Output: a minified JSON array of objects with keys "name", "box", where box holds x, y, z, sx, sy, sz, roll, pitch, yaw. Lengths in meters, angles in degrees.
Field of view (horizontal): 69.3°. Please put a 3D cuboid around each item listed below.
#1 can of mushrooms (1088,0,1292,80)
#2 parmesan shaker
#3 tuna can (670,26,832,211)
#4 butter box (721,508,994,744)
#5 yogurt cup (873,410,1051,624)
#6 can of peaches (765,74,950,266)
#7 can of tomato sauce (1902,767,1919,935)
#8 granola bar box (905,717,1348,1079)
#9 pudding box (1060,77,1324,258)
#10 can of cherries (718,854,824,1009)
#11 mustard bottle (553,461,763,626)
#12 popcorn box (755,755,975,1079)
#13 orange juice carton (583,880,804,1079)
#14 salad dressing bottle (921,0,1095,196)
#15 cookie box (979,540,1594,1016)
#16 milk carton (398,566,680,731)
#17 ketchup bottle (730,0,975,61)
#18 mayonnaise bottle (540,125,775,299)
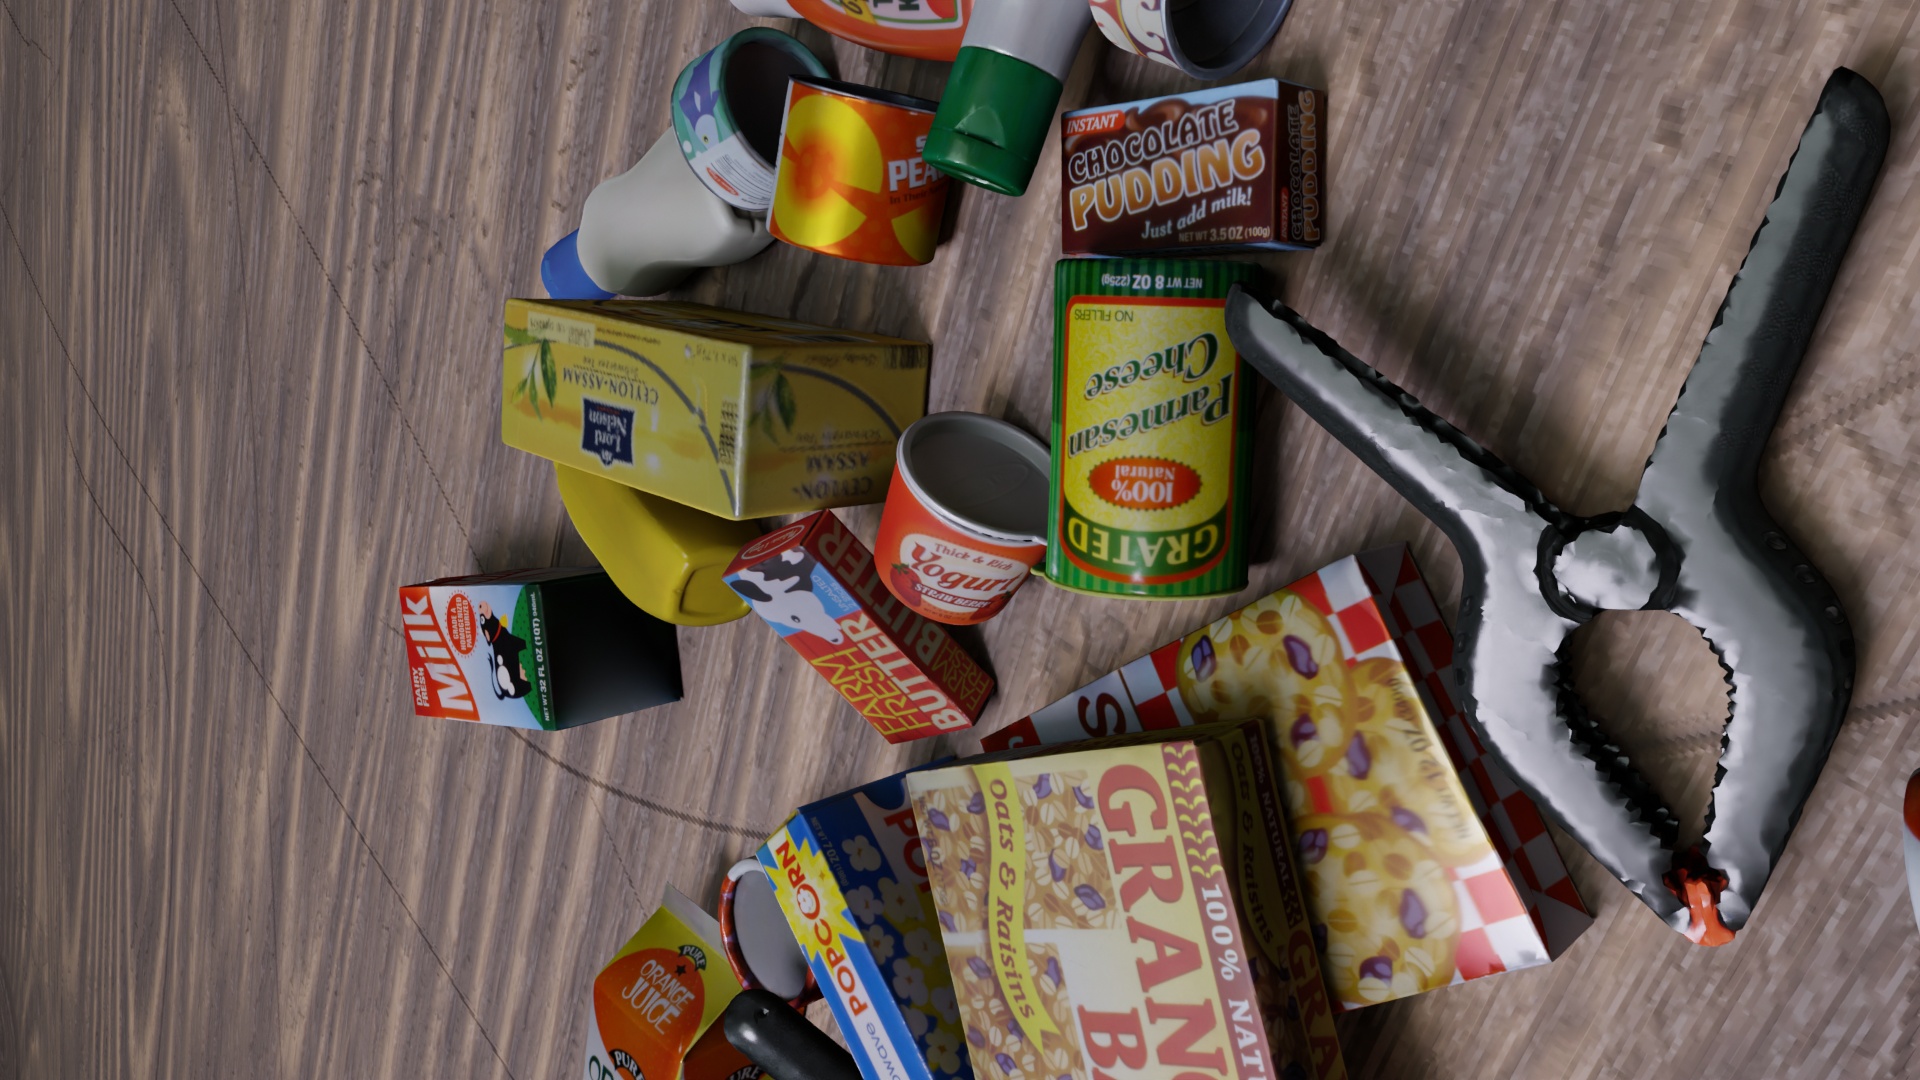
[{"name":"can of mushrooms","box":[0.070,-0.177,0.413,0.033,0.071,0.070,36,119,36]},{"name":"parmesan shaker","box":[0.058,-0.038,0.445,0.071,0.071,0.103,9,103,42]},{"name":"tuna can","box":[-0.080,-0.172,0.559,0.032,0.071,0.071,-12,88,43]},{"name":"butter box","box":[-0.039,0.036,0.541,0.053,0.024,0.103,-22,119,44]},{"name":"yogurt cup","box":[0.002,-0.006,0.508,0.072,0.072,0.053,49,134,27]},{"name":"can of peaches","box":[-0.035,-0.138,0.521,0.071,0.071,0.057,29,115,37]},{"name":"can of tomato sauce","box":[0.249,0.072,0.282,0.083,0.071,0.071,-19,83,44]},{"name":"granola bar box","box":[0.055,0.145,0.439,0.124,0.039,0.165,-16,86,44]},{"name":"pudding box","box":[0.073,-0.117,0.446,0.083,0.030,0.049,7,100,42]},{"name":"can of cherries","box":[-0.061,0.164,0.596,0.071,0.058,0.071,7,101,43]},{"name":"mustard bottle","box":[-0.152,-0.019,0.655,0.160,0.065,0.048,40,117,39]},{"name":"popcorn box","box":[-0.011,0.154,0.528,0.038,0.085,0.127,-46,66,39]},{"name":"orange juice carton","box":[-0.131,0.262,0.666,0.072,0.073,0.192,24,112,39]},{"name":"salad dressing bottle","box":[0.029,-0.186,0.443,0.064,0.044,0.147,20,98,2]},{"name":"cookie box","box":[0.094,0.090,0.451,0.166,0.040,0.123,-33,74,40]},{"name":"milk carton","box":[-0.235,0.054,0.733,0.190,0.074,0.072,-2,95,44]},{"name":"ketchup bottle","box":[-0.031,-0.215,0.522,0.149,0.043,0.064,19,105,41]},{"name":"mayonnaise bottle","box":[-0.142,-0.144,0.640,0.148,0.041,0.065,-14,85,45]}]
